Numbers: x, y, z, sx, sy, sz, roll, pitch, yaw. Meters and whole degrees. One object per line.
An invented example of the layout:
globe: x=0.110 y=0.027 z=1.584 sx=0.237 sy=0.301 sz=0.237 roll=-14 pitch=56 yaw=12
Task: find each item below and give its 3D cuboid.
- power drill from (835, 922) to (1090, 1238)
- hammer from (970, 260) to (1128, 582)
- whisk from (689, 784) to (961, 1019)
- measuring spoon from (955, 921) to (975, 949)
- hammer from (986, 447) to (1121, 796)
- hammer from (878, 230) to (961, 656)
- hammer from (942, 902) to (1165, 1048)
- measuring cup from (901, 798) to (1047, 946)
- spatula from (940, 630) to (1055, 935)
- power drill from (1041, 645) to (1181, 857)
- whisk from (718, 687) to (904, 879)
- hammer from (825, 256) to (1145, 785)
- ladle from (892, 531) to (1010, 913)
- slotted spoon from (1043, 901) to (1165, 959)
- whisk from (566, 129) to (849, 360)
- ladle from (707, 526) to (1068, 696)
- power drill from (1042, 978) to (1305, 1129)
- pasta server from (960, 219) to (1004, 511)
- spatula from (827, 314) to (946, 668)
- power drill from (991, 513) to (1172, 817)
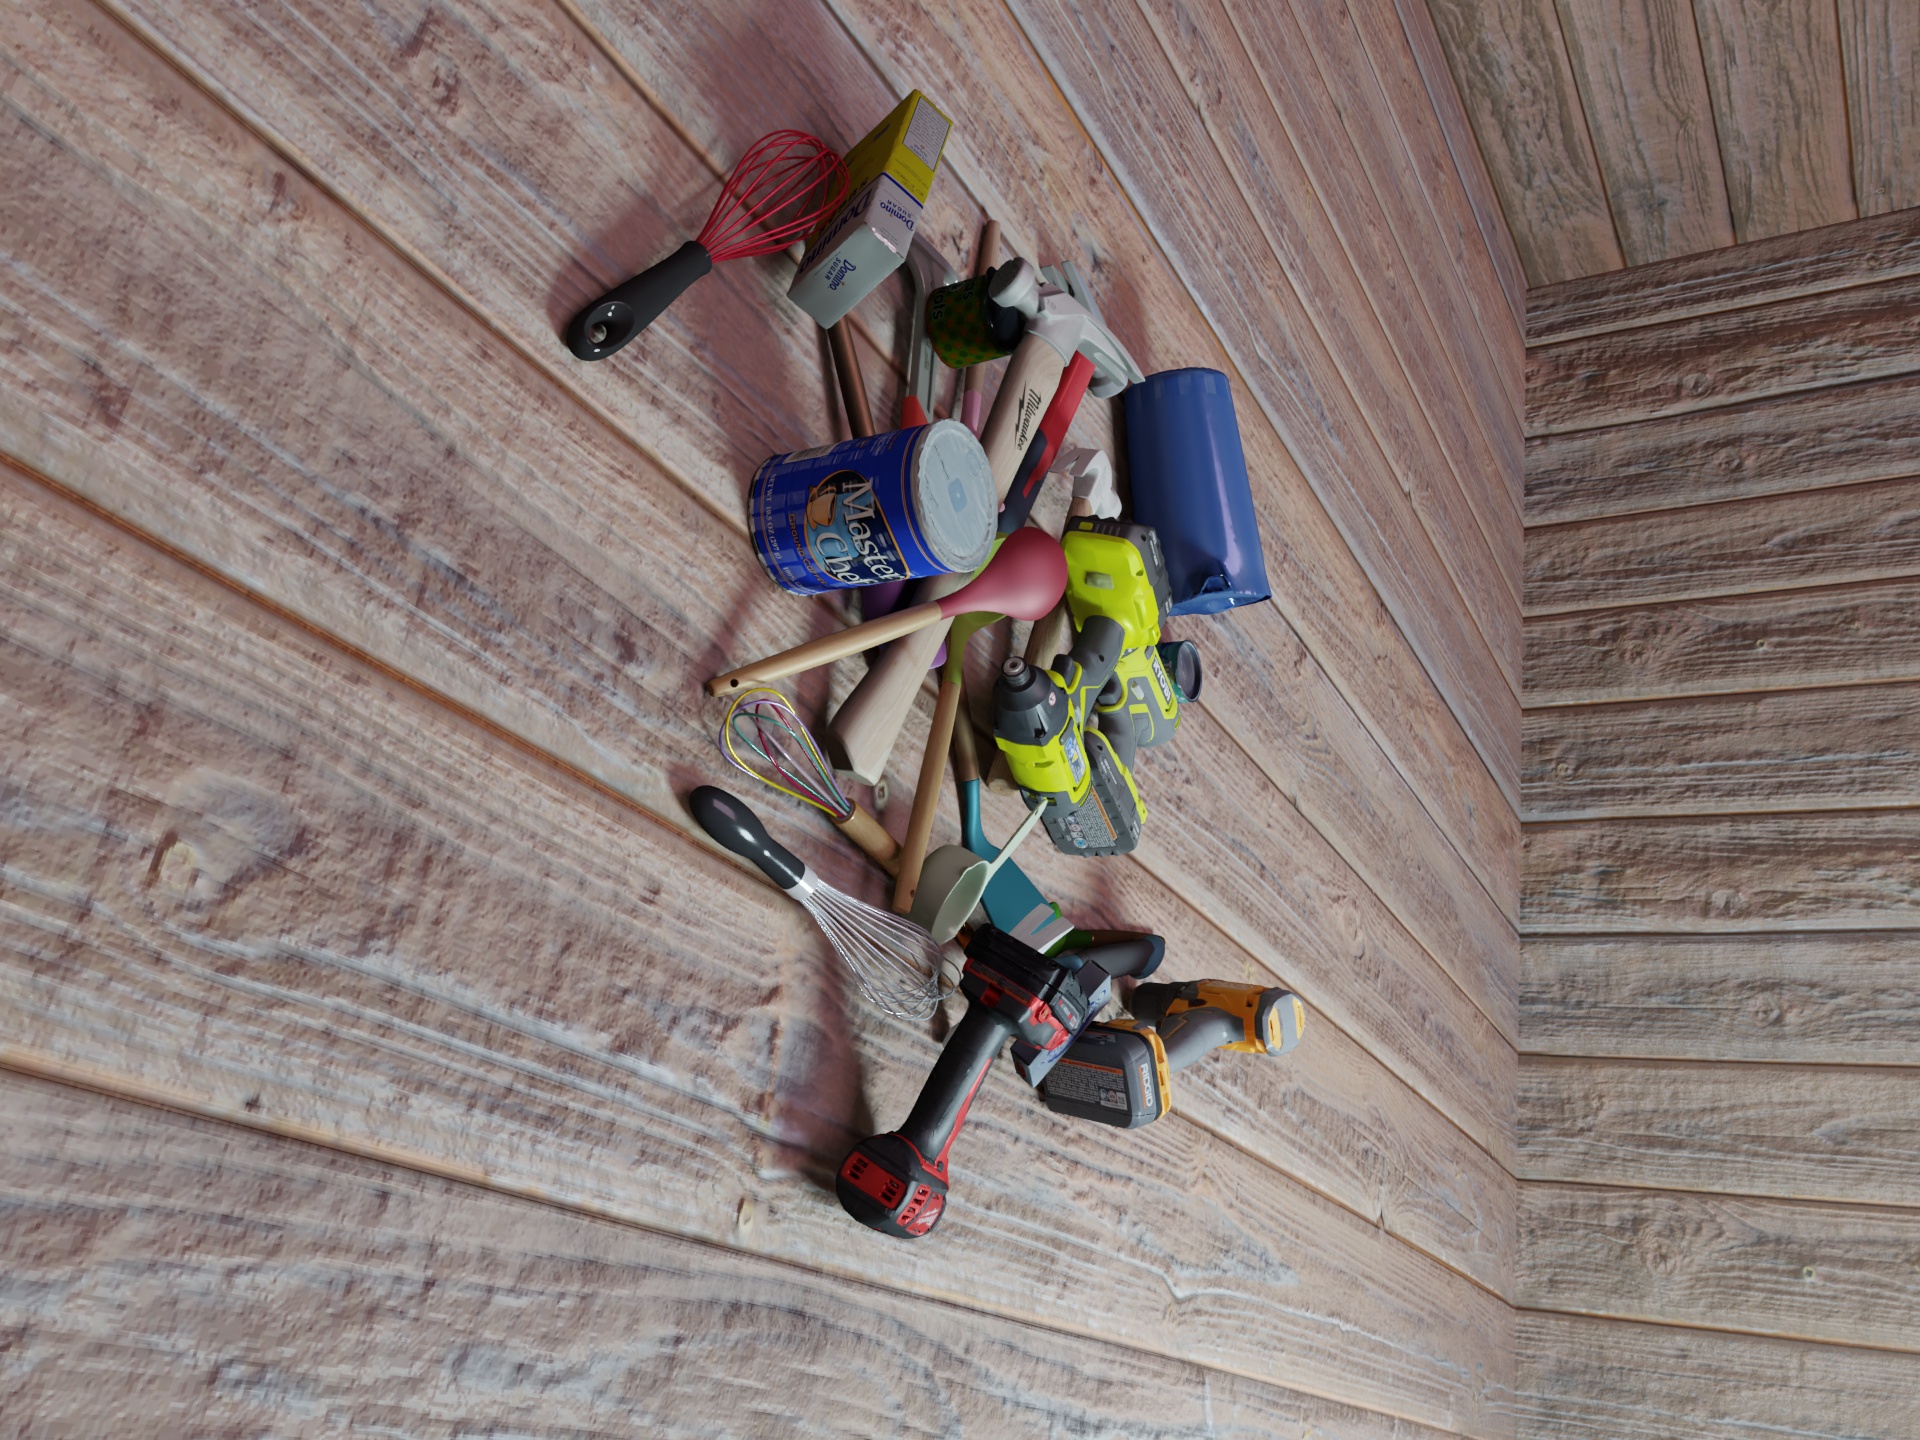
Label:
power drill: x=0.000 y=0.266 z=1.133 sx=0.220 sy=0.079 sz=0.143 roll=-56 pitch=156 yaw=-14
hammer: x=0.064 y=-0.253 z=1.421 sx=0.143 sy=0.038 sz=0.387 roll=58 pitch=40 yaw=-35
whisk: x=-0.093 y=0.126 z=1.088 sx=0.284 sy=0.070 sz=0.070 roll=46 pitch=47 yaw=-39
measuring spoon: x=0.023 y=0.194 z=1.303 sx=0.116 sy=0.011 sz=0.021 roll=53 pitch=43 yaw=-41
hammer: x=0.078 y=-0.091 z=1.384 sx=0.130 sy=0.031 sz=0.331 roll=58 pitch=45 yaw=-60
hammer: x=-0.039 y=-0.206 z=1.242 sx=0.149 sy=0.037 sz=0.359 roll=29 pitch=61 yaw=-54
hammer: x=0.099 y=0.213 z=1.360 sx=0.330 sy=0.033 sz=0.128 roll=7 pitch=114 yaw=-61
measuring cup: x=0.011 y=0.105 z=1.232 sx=0.168 sy=0.038 sz=0.083 roll=-45 pitch=156 yaw=-38
spatula: x=0.013 y=0.021 z=1.286 sx=0.082 sy=0.044 sz=0.317 roll=-18 pitch=100 yaw=-53
power drill: x=0.131 y=-0.007 z=1.457 sx=0.190 sy=0.080 sz=0.229 roll=63 pitch=34 yaw=-34
whisk: x=-0.090 y=0.050 z=1.112 sx=0.244 sy=0.051 sz=0.047 roll=49 pitch=40 yaw=-48
hammer: x=0.012 y=-0.137 z=1.186 sx=0.146 sy=0.038 sz=0.411 roll=33 pitch=73 yaw=-31
ladle: x=-0.002 y=-0.004 z=1.209 sx=0.078 sy=0.062 sz=0.320 roll=45 pitch=49 yaw=-48
slotted spoon: x=0.124 y=0.203 z=1.458 sx=0.313 sy=0.031 sz=0.070 roll=15 pitch=90 yaw=-60
whisk: x=-0.162 y=-0.311 z=1.038 sx=0.296 sy=0.073 sz=0.073 roll=-53 pitch=130 yaw=-40
ladle: x=-0.039 y=-0.071 z=1.114 sx=0.315 sy=0.031 sz=0.069 roll=-22 pitch=104 yaw=-32
power drill: x=0.170 y=0.283 z=1.419 sx=0.226 sy=0.185 sz=0.084 roll=-13 pitch=97 yaw=-40
pasta server: x=0.020 y=-0.296 z=1.354 sx=0.040 sy=0.060 sz=0.316 roll=18 pitch=64 yaw=-24
spatula: x=-0.068 y=-0.190 z=1.179 sx=0.059 sy=0.018 sz=0.316 roll=-13 pitch=91 yaw=-26
power drill: x=0.094 y=-0.055 z=1.298 sx=0.223 sy=0.080 sz=0.171 roll=-63 pitch=150 yaw=-29
